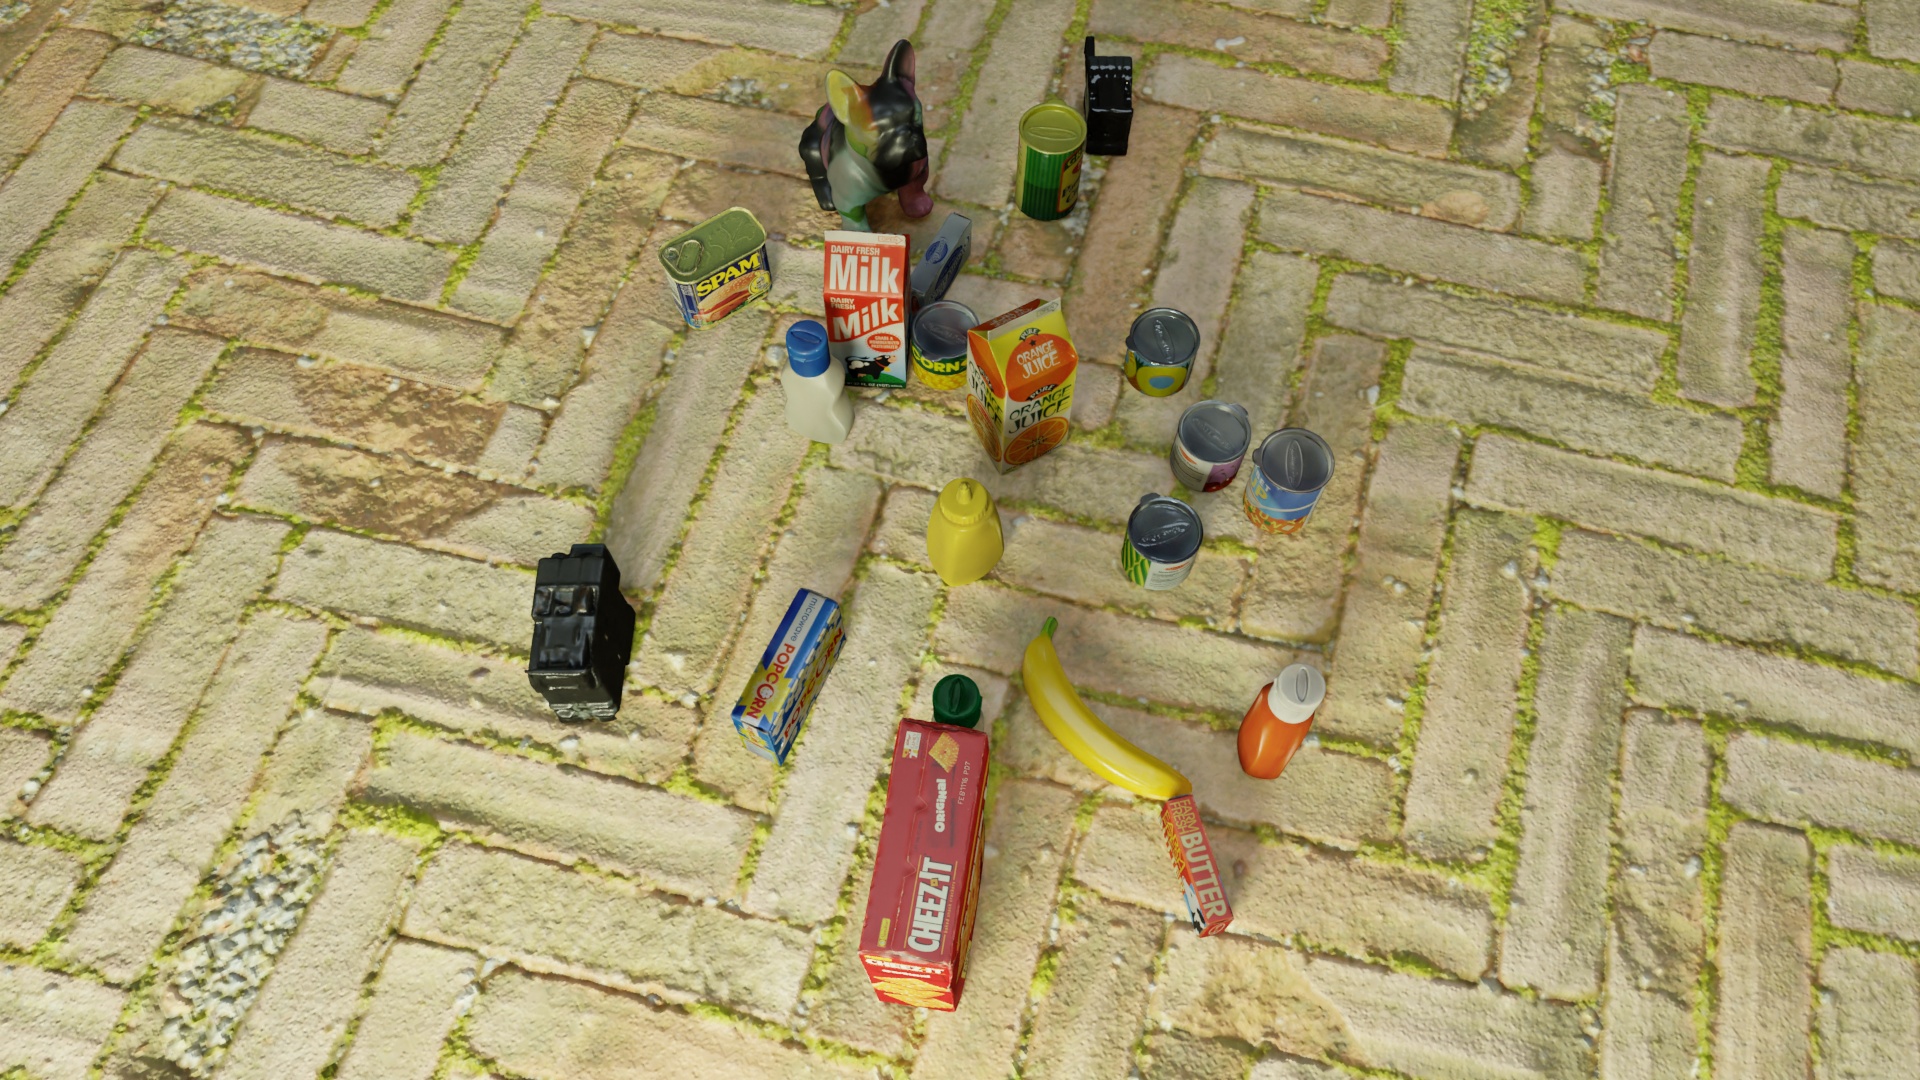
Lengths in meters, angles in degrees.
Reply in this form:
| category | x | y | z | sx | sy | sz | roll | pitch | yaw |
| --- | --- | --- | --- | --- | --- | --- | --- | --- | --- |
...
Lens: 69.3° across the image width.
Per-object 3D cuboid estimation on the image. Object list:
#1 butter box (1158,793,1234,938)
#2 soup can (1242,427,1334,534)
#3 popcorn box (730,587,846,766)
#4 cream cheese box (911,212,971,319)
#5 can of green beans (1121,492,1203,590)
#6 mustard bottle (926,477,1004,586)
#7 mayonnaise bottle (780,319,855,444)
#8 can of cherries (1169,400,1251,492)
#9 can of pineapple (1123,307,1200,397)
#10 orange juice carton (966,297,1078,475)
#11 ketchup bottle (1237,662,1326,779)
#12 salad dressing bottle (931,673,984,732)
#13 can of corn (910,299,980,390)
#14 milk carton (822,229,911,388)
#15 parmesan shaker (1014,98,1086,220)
| category | x | y | z | sx | sy | sz | roll | pitch | yaw |
| --- | --- | --- | --- | --- | --- | --- | --- | --- | --- |
| butter box | 0.186 | 0.258 | 1.102 | 0.024 | 0.053 | 0.104 | -13 | 64 | -7 |
| soup can | 0.289 | -0.053 | 1.242 | 0.071 | 0.083 | 0.071 | 0 | 64 | 0 |
| popcorn box | -0.140 | 0.113 | 1.154 | 0.038 | 0.085 | 0.127 | 22 | 65 | 10 |
| cream cheese box | -0.022 | -0.267 | 1.364 | 0.024 | 0.053 | 0.104 | 24 | 66 | 11 |
| can of green beans | 0.177 | 0.003 | 1.227 | 0.071 | 0.057 | 0.071 | 0 | 63 | 0 |
| mustard bottle | 0.004 | -0.015 | 1.178 | 0.065 | 0.159 | 0.049 | -28 | 67 | -13 |
| mayonnaise bottle | -0.131 | -0.141 | 1.247 | 0.065 | 0.147 | 0.041 | 18 | 65 | 9 |
| can of cherries | 0.230 | -0.087 | 1.273 | 0.071 | 0.058 | 0.072 | 0 | 63 | 0 |
| can of pineapple | 0.189 | -0.178 | 1.319 | 0.071 | 0.057 | 0.071 | 0 | 63 | 0 |
| orange juice carton | 0.052 | -0.143 | 1.225 | 0.072 | 0.191 | 0.073 | -26 | 67 | -12 |
| ketchup bottle | 0.255 | 0.141 | 1.108 | 0.043 | 0.148 | 0.065 | 8 | 64 | 4 |
| salad dressing bottle | -0.003 | 0.148 | 1.103 | 0.044 | 0.147 | 0.064 | 7 | 64 | 3 |
| can of corn | -0.015 | -0.183 | 1.319 | 0.071 | 0.058 | 0.071 | 0 | 63 | 0 |
| milk carton | -0.083 | -0.220 | 1.263 | 0.072 | 0.189 | 0.074 | 3 | 64 | 1 |
| parmesan shaker | 0.090 | -0.380 | 1.394 | 0.071 | 0.102 | 0.071 | 0 | 64 | 0 |
